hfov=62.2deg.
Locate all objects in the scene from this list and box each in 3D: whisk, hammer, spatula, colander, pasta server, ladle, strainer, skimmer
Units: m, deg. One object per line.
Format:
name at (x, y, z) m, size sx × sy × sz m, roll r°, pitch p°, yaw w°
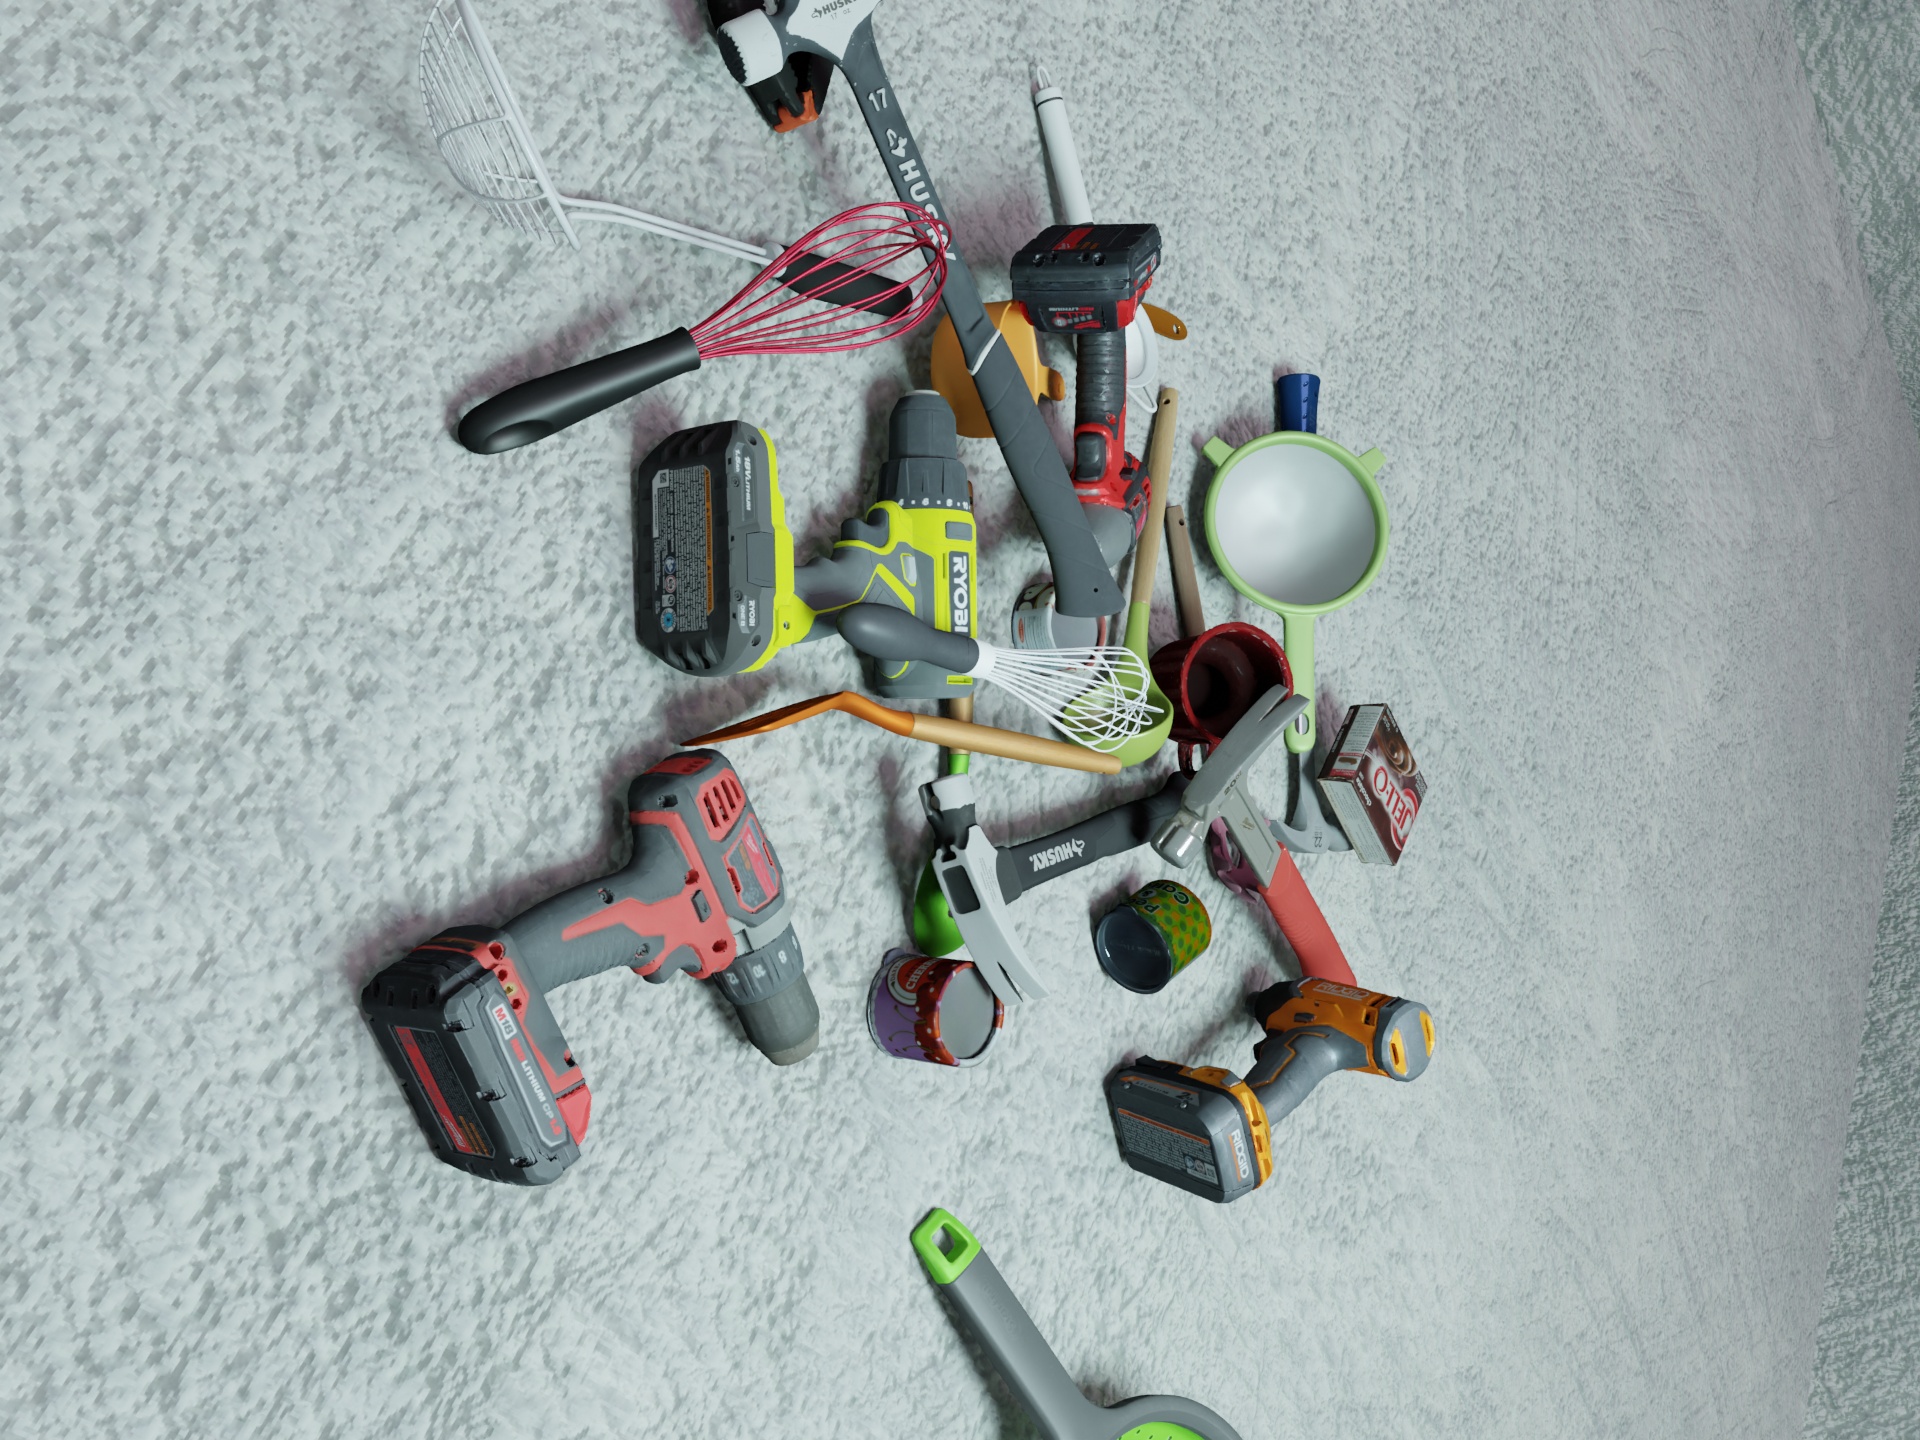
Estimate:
whisk at (0.029, -0.033, 0.964) m, size 0.284 × 0.070 × 0.070 m, roll 15°, pitch 77°, yaw -47°
hammer at (0.093, 0.087, 1.090) m, size 0.334 × 0.035 × 0.146 m, roll -12°, pitch 83°, yaw -56°
spatula at (-0.015, 0.015, 0.964) m, size 0.322 × 0.081 × 0.041 m, roll 11°, pitch 75°, yaw -41°
hammer at (0.010, -0.243, 0.955) m, size 0.149 × 0.036 × 0.408 m, roll -31°, pitch 109°, yaw -16°
colander at (0.067, 0.493, 1.056) m, size 0.204 × 0.094 × 0.397 m, roll -38°, pitch 97°, yaw -41°
whisk at (-0.126, -0.203, 0.841) m, size 0.296 × 0.073 × 0.073 m, roll -28°, pitch 110°, yaw -21°
hammer at (0.287, -0.089, 1.344) m, size 0.144 × 0.035 × 0.405 m, roll 1°, pitch 87°, yaw -47°
pasta server at (0.199, -0.012, 1.245) m, size 0.060 × 0.040 × 0.316 m, roll -16°, pitch 99°, yaw -35°
hammer at (0.254, 0.123, 1.221) m, size 0.149 × 0.037 × 0.358 m, roll -49°, pitch 139°, yaw -10°
ladle at (0.133, -0.114, 1.168) m, size 0.062 × 0.078 × 0.320 m, roll 54°, pitch 43°, yaw -61°
strainer at (0.089, -0.342, 1.143) m, size 0.087 × 0.050 × 0.258 m, roll -19°, pitch 96°, yaw -45°
strainer at (0.260, -0.099, 1.268) m, size 0.151 × 0.069 × 0.256 m, roll 2°, pitch 82°, yaw -8°
skimmer at (-0.131, -0.285, 0.867) m, size 0.363 × 0.090 × 0.127 m, roll 1°, pitch 56°, yaw -49°

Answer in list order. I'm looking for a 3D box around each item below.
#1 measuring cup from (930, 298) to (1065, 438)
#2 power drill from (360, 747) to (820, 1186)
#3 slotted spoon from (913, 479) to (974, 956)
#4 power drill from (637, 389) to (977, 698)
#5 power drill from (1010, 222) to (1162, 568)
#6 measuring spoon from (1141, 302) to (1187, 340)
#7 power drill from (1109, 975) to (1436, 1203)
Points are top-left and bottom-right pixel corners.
measuring cup at (0.027, -0.231, 1.073) m, size 0.173 × 0.052 × 0.095 m, roll -17°, pitch 107°, yaw -71°
power drill at (-0.168, 0.142, 0.820) m, size 0.227 × 0.080 × 0.187 m, roll -38°, pitch 116°, yaw -44°
slotted spoon at (-0.002, -0.003, 1.038) m, size 0.070 × 0.031 × 0.314 m, roll 9°, pitch 80°, yaw -53°
power drill at (-0.074, -0.108, 0.930) m, size 0.228 × 0.080 × 0.190 m, roll -1°, pitch 90°, yaw -50°
power drill at (0.087, -0.208, 1.057) m, size 0.143 × 0.078 × 0.219 m, roll -58°, pitch 147°, yaw -57°
measuring spoon at (0.140, -0.309, 1.219) m, size 0.116 × 0.011 × 0.021 m, roll 2°, pitch 84°, yaw -50°
power drill at (0.222, 0.260, 1.188) m, size 0.226 × 0.164 × 0.084 m, roll -22°, pitch 105°, yaw -32°
